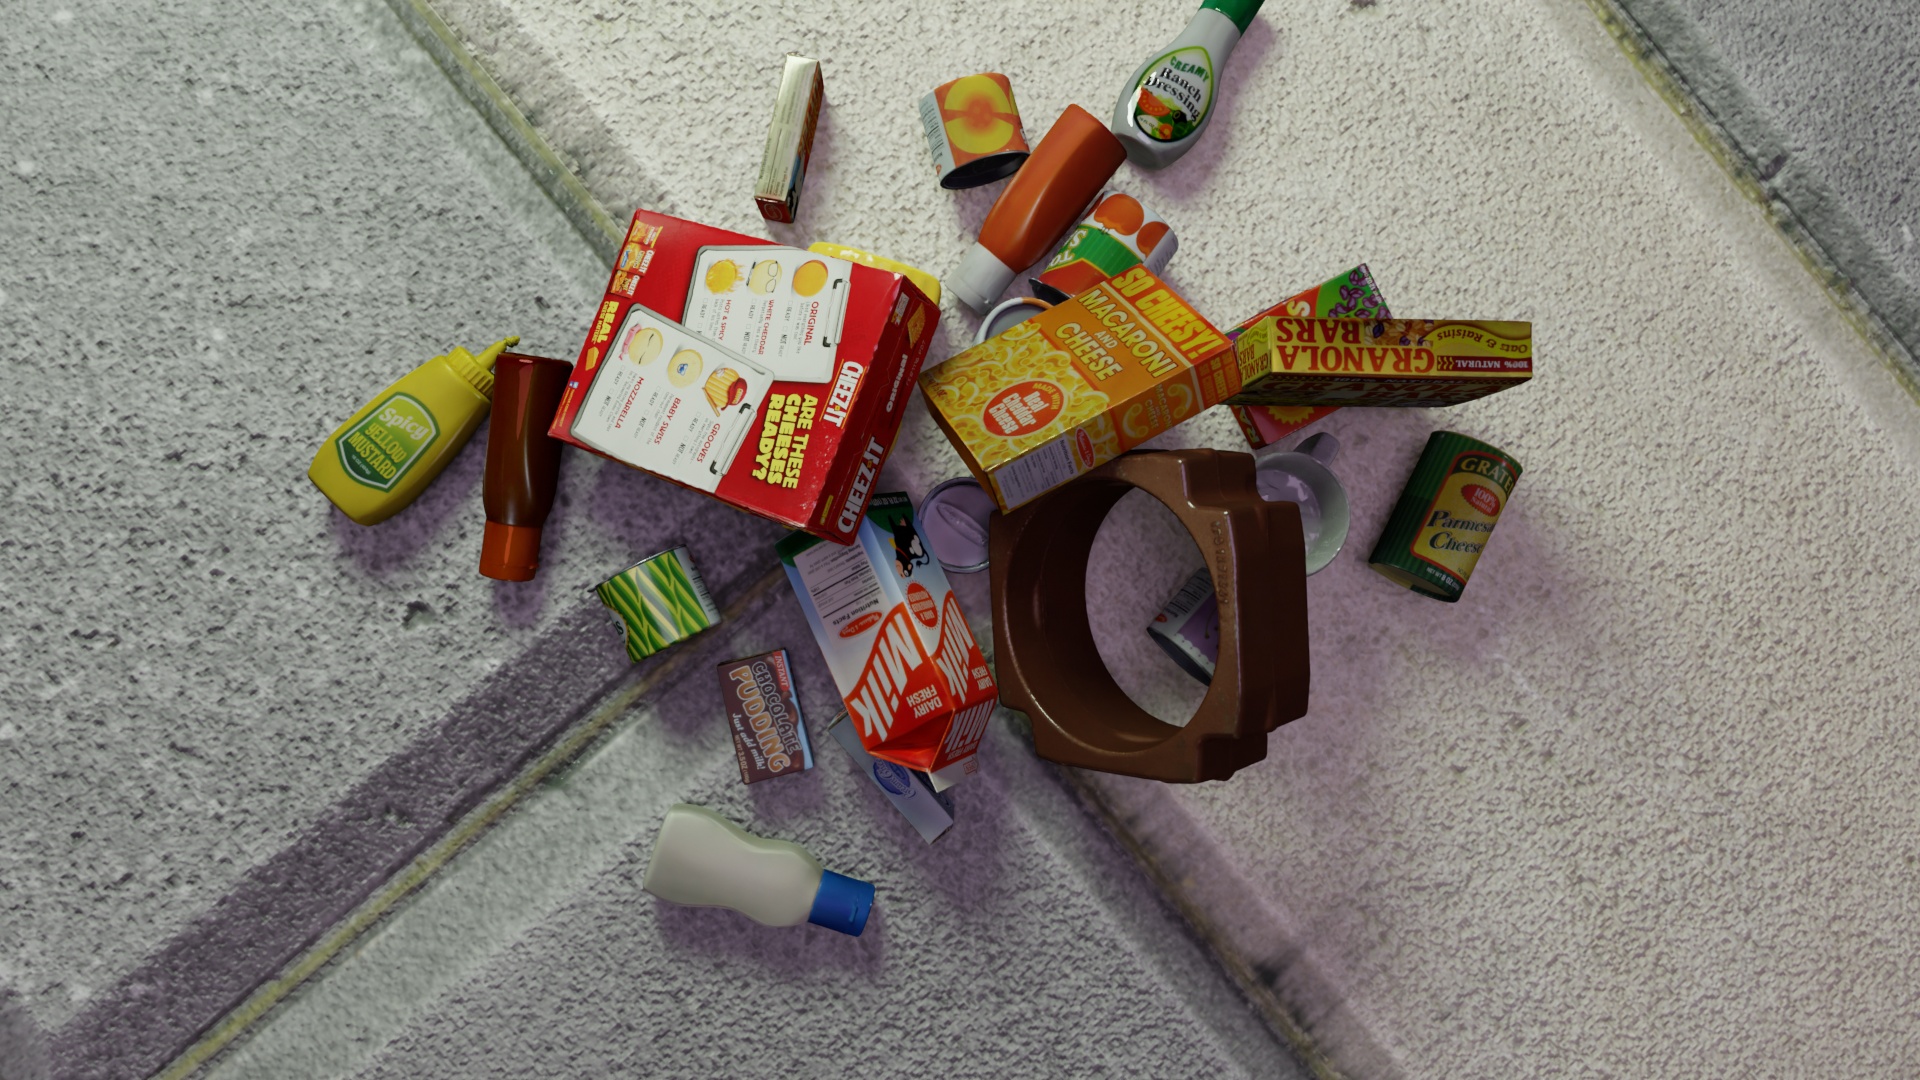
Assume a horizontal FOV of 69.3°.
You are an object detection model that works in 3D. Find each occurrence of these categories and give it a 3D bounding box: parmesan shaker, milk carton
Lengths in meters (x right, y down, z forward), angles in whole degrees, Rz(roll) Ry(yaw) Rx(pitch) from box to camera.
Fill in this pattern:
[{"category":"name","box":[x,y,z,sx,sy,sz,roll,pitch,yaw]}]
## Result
[{"category":"parmesan shaker","box":[0.339,-0.015,0.965,0.071,0.071,0.103,27,86,-3]},{"category":"milk carton","box":[-0.039,0.069,0.904,0.073,0.072,0.190,-29,81,24]}]

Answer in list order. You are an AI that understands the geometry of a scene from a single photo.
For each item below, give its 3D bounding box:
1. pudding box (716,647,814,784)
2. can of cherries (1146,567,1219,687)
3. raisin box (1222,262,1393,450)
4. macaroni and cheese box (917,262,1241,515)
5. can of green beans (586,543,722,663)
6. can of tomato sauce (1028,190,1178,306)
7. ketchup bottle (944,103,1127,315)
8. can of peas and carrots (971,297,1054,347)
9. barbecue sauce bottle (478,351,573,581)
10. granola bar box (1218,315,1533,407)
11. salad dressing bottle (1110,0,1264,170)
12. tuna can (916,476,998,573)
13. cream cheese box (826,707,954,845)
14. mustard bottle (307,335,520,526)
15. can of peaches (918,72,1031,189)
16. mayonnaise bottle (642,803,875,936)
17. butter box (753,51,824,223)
[{"category":"pudding box","box":[-0.131,0.118,0.939,0.050,0.030,0.083,-13,89,-6]},{"category":"can of cherries","box":[0.172,0.062,0.948,0.071,0.071,0.058,42,84,-2]},{"category":"raisin box","box":[0.243,-0.129,0.975,0.123,0.040,0.086,-27,91,-6]},{"category":"macaroni and cheese box","box":[0.071,-0.097,0.862,0.167,0.124,0.040,-27,131,-6]},{"category":"can of green beans","box":[-0.199,0.042,0.919,0.071,0.071,0.058,-26,91,-5]},{"category":"can of tomato sauce","box":[0.098,-0.188,0.952,0.071,0.071,0.083,37,85,-2]},{"category":"ketchup bottle","box":[0.049,-0.221,0.947,0.043,0.064,0.148,44,100,25]},{"category":"can of peas and carrots","box":[0.044,-0.127,0.949,0.071,0.058,0.071,0,88,-4]},{"category":"barbecue sauce bottle","box":[-0.290,-0.048,0.919,0.044,0.065,0.148,10,96,7]},{"category":"granola bar box","box":[0.260,-0.112,0.893,0.166,0.124,0.039,0,87,-5]},{"category":"salad dressing bottle","box":[0.162,-0.332,0.974,0.064,0.044,0.148,33,85,-4]},{"category":"tuna can","box":[0.003,-0.012,0.954,0.071,0.033,0.071,0,88,-5]},{"category":"cream cheese box","box":[-0.045,0.154,0.932,0.024,0.053,0.104,-42,91,2]},{"category":"mustard bottle","box":[-0.354,-0.082,0.920,0.065,0.049,0.160,44,85,-3]},{"category":"can of peaches","box":[0.012,-0.280,0.950,0.071,0.071,0.058,-16,89,-5]},{"category":"mayonnaise bottle","box":[-0.133,0.226,0.930,0.148,0.041,0.065,19,88,-5]},{"category":"butter box","box":[-0.116,-0.273,0.945,0.024,0.053,0.103,12,86,-1]}]
